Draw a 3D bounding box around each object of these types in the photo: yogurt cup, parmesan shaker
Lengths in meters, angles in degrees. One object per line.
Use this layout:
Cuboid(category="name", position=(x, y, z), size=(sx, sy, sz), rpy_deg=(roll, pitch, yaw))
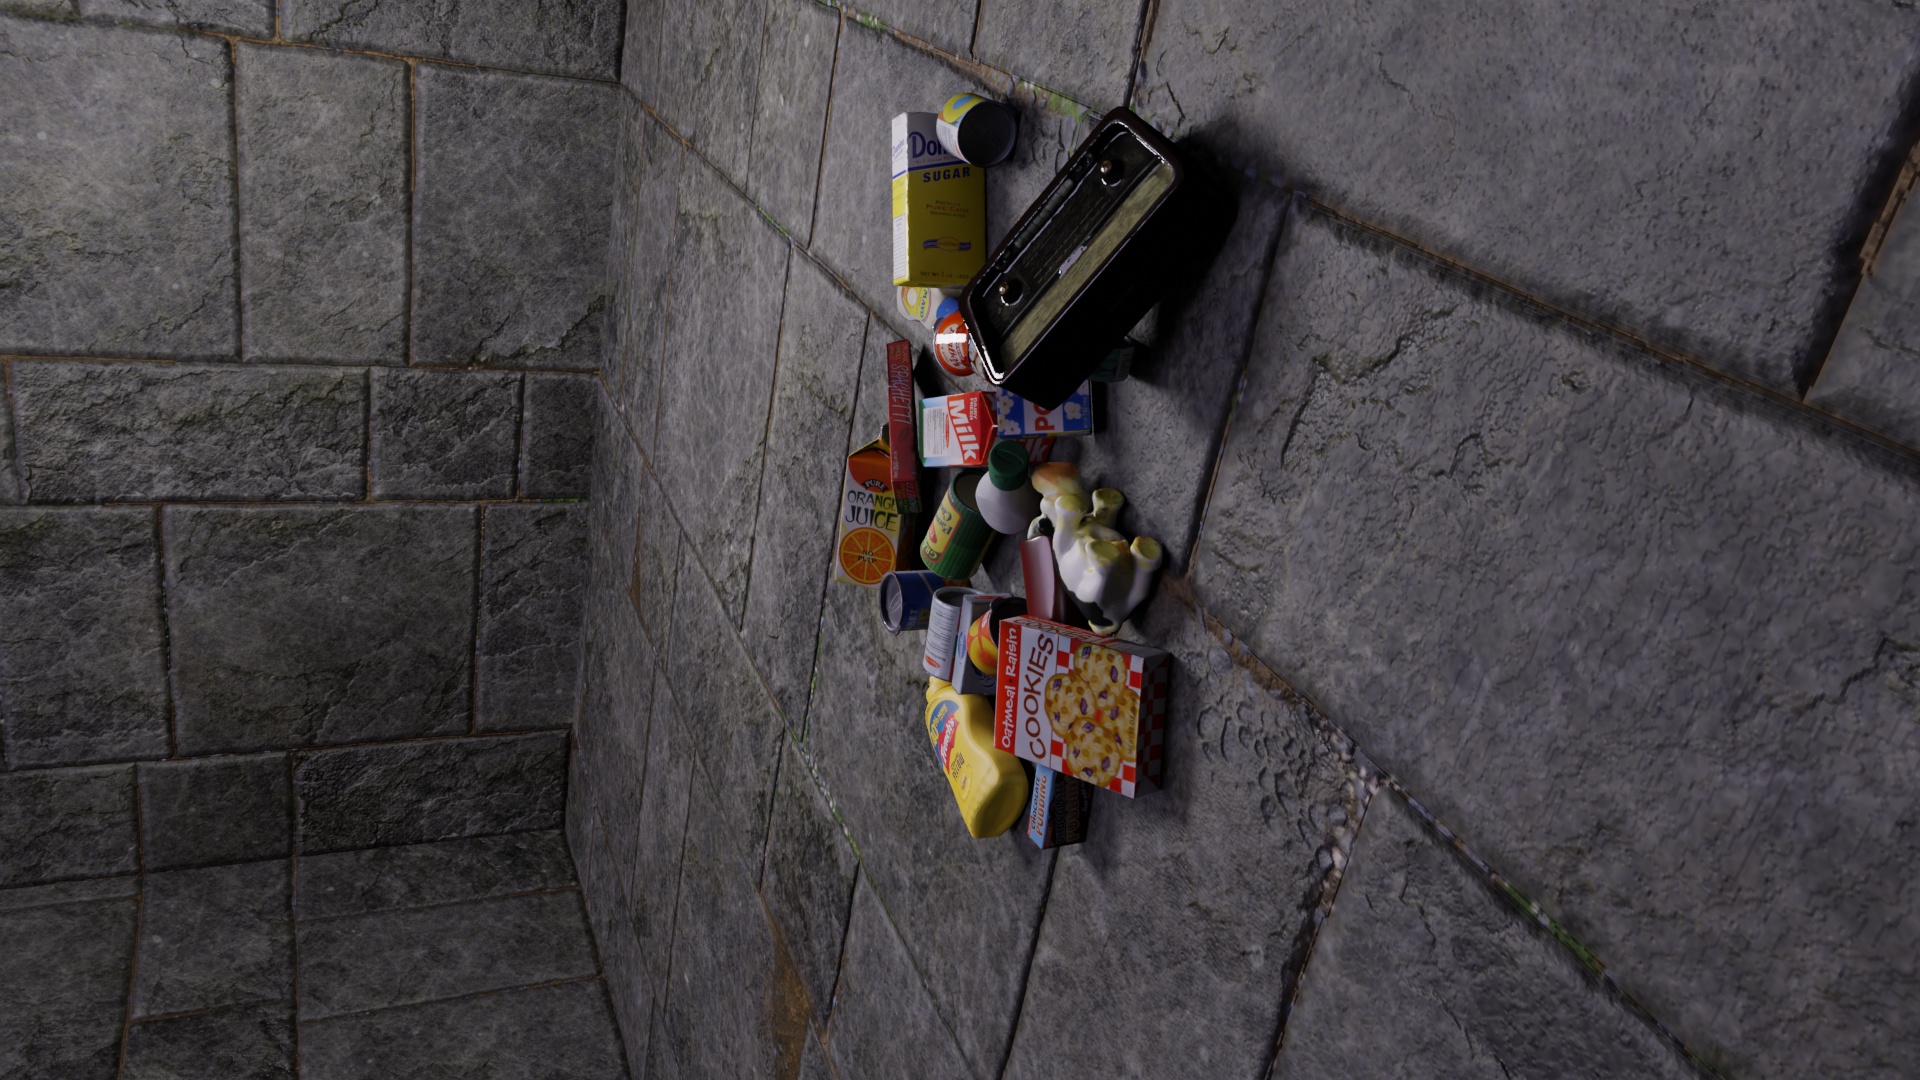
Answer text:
Cuboid(category="yogurt cup", position=(0.014, -0.202, 1.418), size=(0.054, 0.072, 0.072), rpy_deg=(8, 98, 56))
Cuboid(category="parmesan shaker", position=(0.005, -0.018, 1.441), size=(0.102, 0.071, 0.071), rpy_deg=(-64, 37, 43))

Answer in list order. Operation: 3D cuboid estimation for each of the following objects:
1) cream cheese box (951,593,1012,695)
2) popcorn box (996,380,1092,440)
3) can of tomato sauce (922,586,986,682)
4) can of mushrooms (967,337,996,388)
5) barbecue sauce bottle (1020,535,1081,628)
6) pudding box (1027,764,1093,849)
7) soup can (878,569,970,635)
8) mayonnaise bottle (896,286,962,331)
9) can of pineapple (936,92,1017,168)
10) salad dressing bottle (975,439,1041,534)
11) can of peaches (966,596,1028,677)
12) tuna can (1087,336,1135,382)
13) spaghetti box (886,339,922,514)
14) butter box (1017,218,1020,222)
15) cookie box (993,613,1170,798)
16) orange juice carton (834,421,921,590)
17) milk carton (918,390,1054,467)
Cuboid(category="cream cheese box", position=(0.025, 0.106, 1.418), size=(0.024, 0.053, 0.103), rpy_deg=(-139, 53, -60))
Cuboid(category="popcorn box", position=(0.074, -0.156, 1.262), size=(0.038, 0.085, 0.126), rpy_deg=(24, -117, -82))
Cuboid(category="can of tomato sauce", position=(0.000, 0.098, 1.459), size=(0.071, 0.071, 0.082), rpy_deg=(40, 126, 57))
Cuboid(category="can of mushrooms", position=(0.044, -0.181, 1.355), size=(0.033, 0.071, 0.070), rpy_deg=(46, 131, 53))
Cuboid(category="barbecue sauce bottle", position=(0.088, 0.070, 1.297), size=(0.064, 0.044, 0.148), rpy_deg=(157, 109, -63))
Cuboid(category="pudding box", position=(0.093, 0.240, 1.285), size=(0.030, 0.050, 0.083), rpy_deg=(34, 122, 58))
Cuboid(category="soup can", position=(-0.038, 0.067, 1.511), size=(0.071, 0.084, 0.071), rpy_deg=(179, 89, -65))
Cuboid(category="mayonnaise bottle", position=(-0.025, -0.258, 1.520), size=(0.148, 0.041, 0.064), rpy_deg=(-135, 51, -56))
Cuboid(category="can of pineapple", position=(0.017, -0.415, 1.401), size=(0.058, 0.071, 0.070), rpy_deg=(-134, 49, -55))
Cuboid(category="salad dressing bottle", position=(0.045, -0.050, 1.312), size=(0.044, 0.064, 0.147), rpy_deg=(-60, -10, -16))
Cuboid(category="can of peaches", position=(0.045, 0.093, 1.358), size=(0.057, 0.071, 0.071), rpy_deg=(136, 128, -58))
Cuboid(category="tuna can", position=(0.114, -0.163, 1.203), size=(0.071, 0.071, 0.032), rpy_deg=(-134, 48, -55))
Cuboid(category="spaghetti box", position=(-0.063, -0.130, 1.531), size=(0.251, 0.029, 0.050), rpy_deg=(-95, -1, -46))
Cuboid(category="butter box", position=(0.085, -0.276, 1.311), size=(0.103, 0.024, 0.053), rpy_deg=(-151, 63, -61))
Cuboid(category="cookie box", position=(0.103, 0.142, 1.220), size=(0.167, 0.040, 0.122), rpy_deg=(12, 103, 45))
Cuboid(category="orange juice carton", position=(-0.091, -0.045, 1.603), size=(0.072, 0.073, 0.192), rpy_deg=(-46, -35, -70))
Cuboid(category="milk carton", position=(0.028, -0.110, 1.383), size=(0.190, 0.072, 0.073), rpy_deg=(-176, 85, -65))
